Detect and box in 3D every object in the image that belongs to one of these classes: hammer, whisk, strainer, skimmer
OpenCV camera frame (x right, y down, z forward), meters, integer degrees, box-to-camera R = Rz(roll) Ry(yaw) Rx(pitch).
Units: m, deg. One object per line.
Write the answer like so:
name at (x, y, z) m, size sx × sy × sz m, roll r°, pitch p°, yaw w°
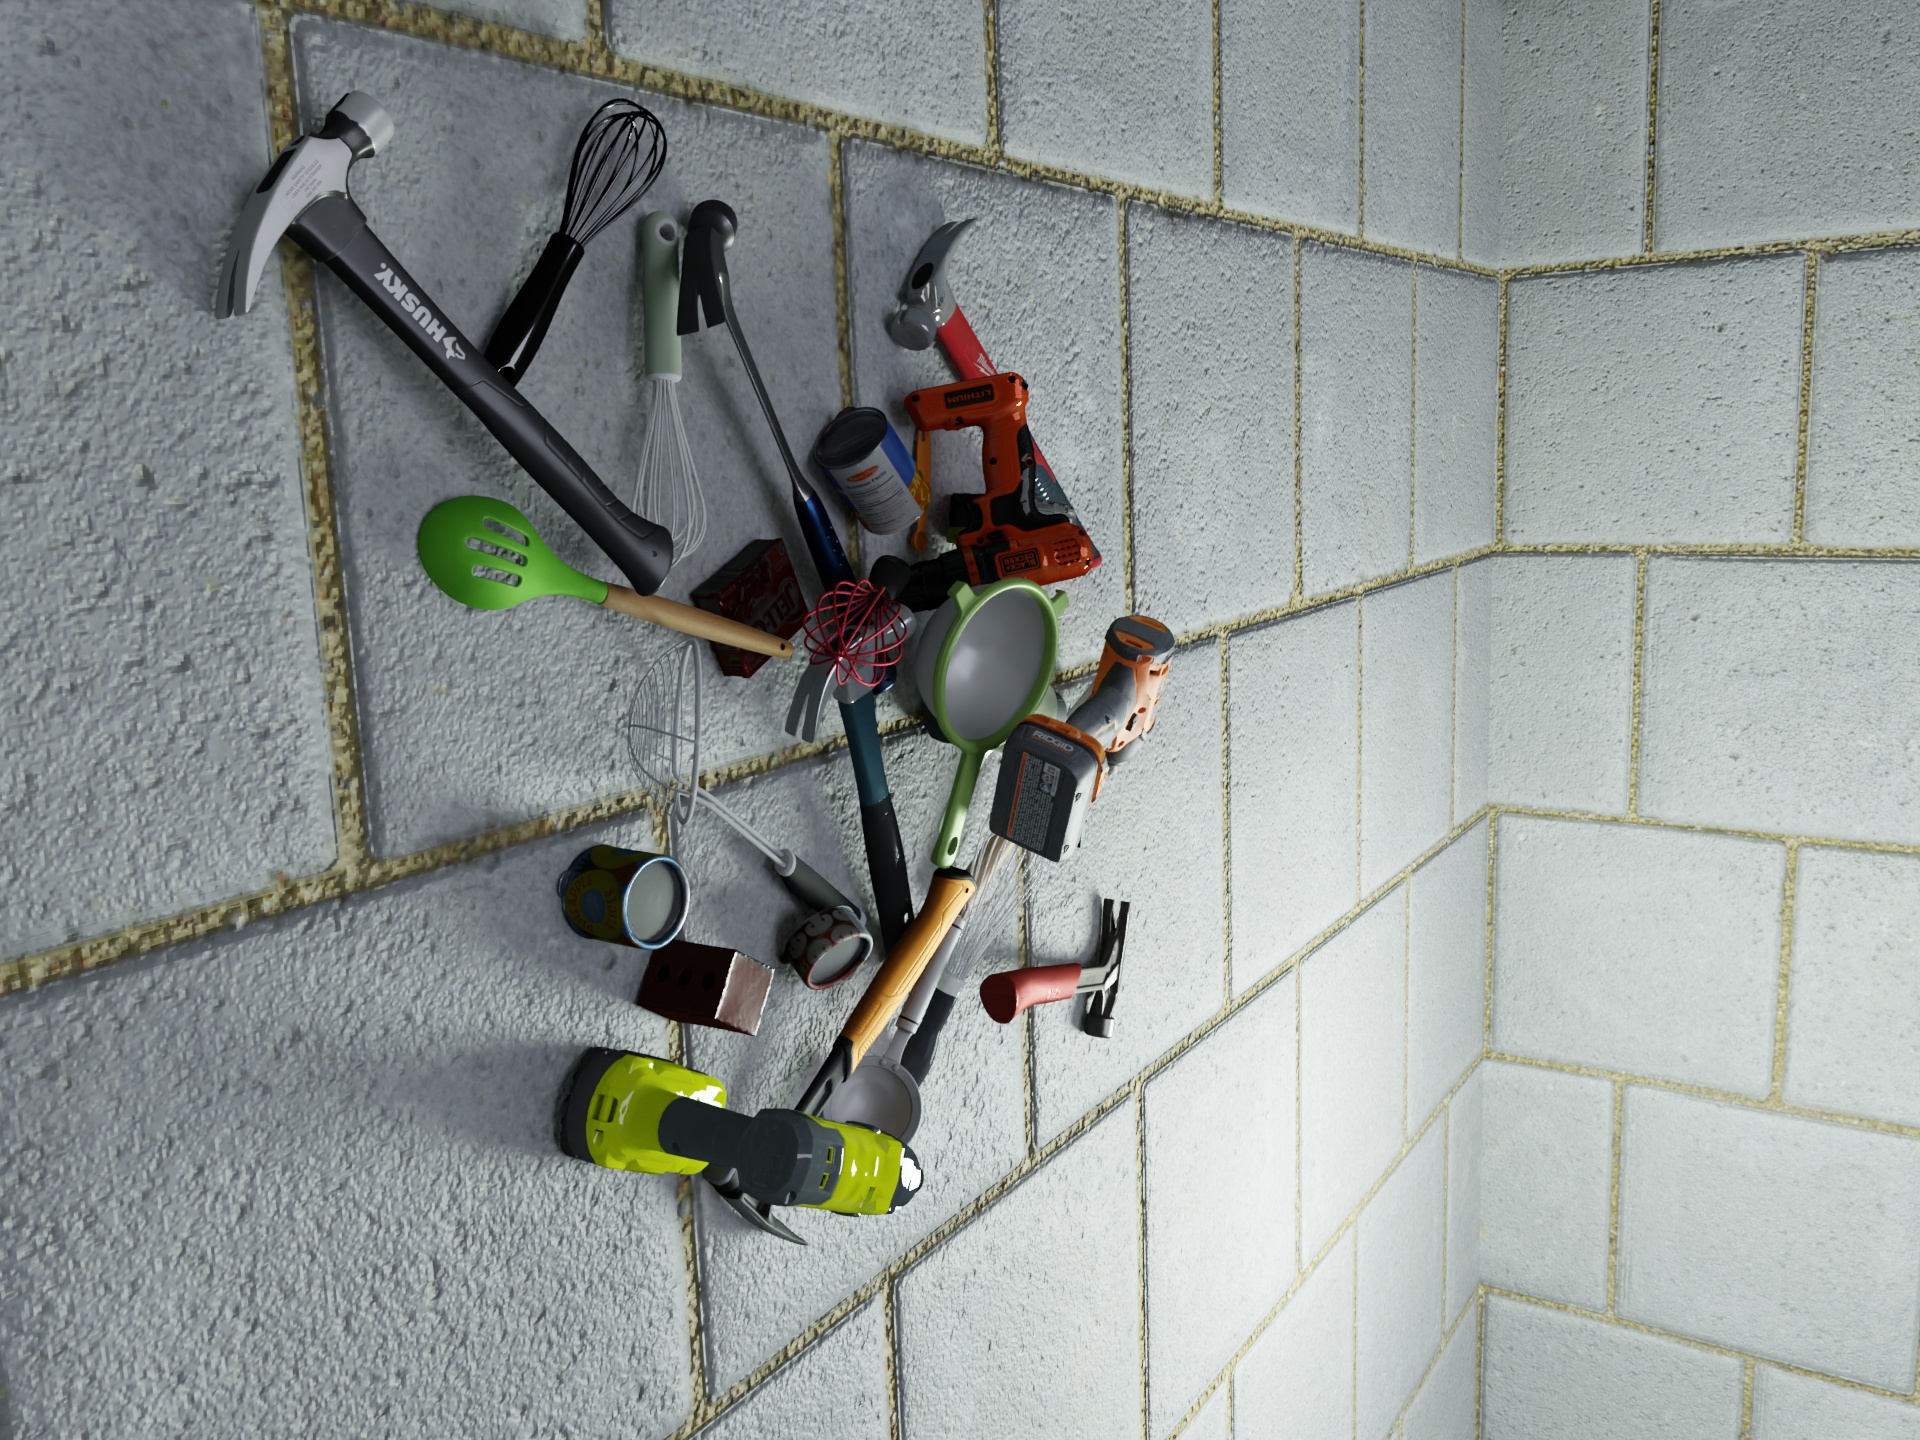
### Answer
hammer at (-0.285, -0.190, 0.948) m, size 0.334 × 0.035 × 0.146 m, roll 50°, pitch 58°, yaw -39°
hammer at (0.054, -0.283, 1.496) m, size 0.385 × 0.038 × 0.143 m, roll 53°, pitch 49°, yaw -45°
hammer at (-0.124, -0.177, 1.203) m, size 0.144 × 0.035 × 0.405 m, roll -92°, pitch 165°, yaw -50°
hammer at (-0.080, 0.263, 1.310) m, size 0.337 × 0.034 × 0.127 m, roll -56°, pitch 136°, yaw -25°
whisk at (-0.205, -0.229, 1.099) m, size 0.057 × 0.059 × 0.246 m, roll -1°, pitch 89°, yaw -40°
hammer at (0.100, 0.249, 1.572) m, size 0.359 × 0.037 × 0.149 m, roll 18°, pitch 79°, yaw -67°
hammer at (0.082, 0.055, 1.539) m, size 0.331 × 0.031 × 0.130 m, roll -53°, pitch 179°, yaw -27°
whisk at (-0.251, -0.303, 1.022) m, size 0.055 × 0.055 × 0.239 m, roll 45°, pitch 61°, yaw -50°
strainer at (-0.002, -0.004, 1.339) m, size 0.151 × 0.069 × 0.256 m, roll -2°, pitch 111°, yaw -50°
whisk at (0.004, 0.206, 1.421) m, size 0.070 × 0.070 × 0.284 m, roll 29°, pitch 86°, yaw -55°
whisk at (-0.066, -0.086, 1.175) m, size 0.296 × 0.073 × 0.073 m, roll -75°, pitch 159°, yaw -73°
skimmer at (-0.137, 0.072, 1.192) m, size 0.362 × 0.090 × 0.127 m, roll 50°, pitch 24°, yaw -50°
strainer at (-0.049, 0.270, 1.367) m, size 0.258 × 0.087 × 0.050 m, roll -65°, pitch -173°, yaw -14°
hammer at (-0.068, 0.074, 1.315) m, size 0.128 × 0.033 × 0.330 m, roll -34°, pitch 130°, yaw -35°

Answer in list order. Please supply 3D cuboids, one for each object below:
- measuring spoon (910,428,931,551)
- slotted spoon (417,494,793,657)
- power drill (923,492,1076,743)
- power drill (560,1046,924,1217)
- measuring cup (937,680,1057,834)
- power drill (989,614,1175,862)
measuring spoon at (-0.036, -0.205, 1.394) m, size 0.021 × 0.011 × 0.117 m, roll 6°, pitch 85°, yaw -58°
slotted spoon at (-0.222, -0.082, 1.073) m, size 0.313 × 0.031 × 0.070 m, roll 17°, pitch 79°, yaw -51°
power drill at (0.047, -0.089, 1.474) m, size 0.190 × 0.080 × 0.228 m, roll -1°, pitch 97°, yaw -56°
power drill at (-0.145, 0.287, 1.082) m, size 0.171 × 0.223 × 0.080 m, roll 33°, pitch 67°, yaw -54°
measuring cup at (0.033, 0.033, 1.395) m, size 0.168 × 0.038 × 0.083 m, roll -60°, pitch 146°, yaw -17°
power drill at (0.111, 0.025, 1.400) m, size 0.226 × 0.084 × 0.164 m, roll -46°, pitch 154°, yaw -46°
